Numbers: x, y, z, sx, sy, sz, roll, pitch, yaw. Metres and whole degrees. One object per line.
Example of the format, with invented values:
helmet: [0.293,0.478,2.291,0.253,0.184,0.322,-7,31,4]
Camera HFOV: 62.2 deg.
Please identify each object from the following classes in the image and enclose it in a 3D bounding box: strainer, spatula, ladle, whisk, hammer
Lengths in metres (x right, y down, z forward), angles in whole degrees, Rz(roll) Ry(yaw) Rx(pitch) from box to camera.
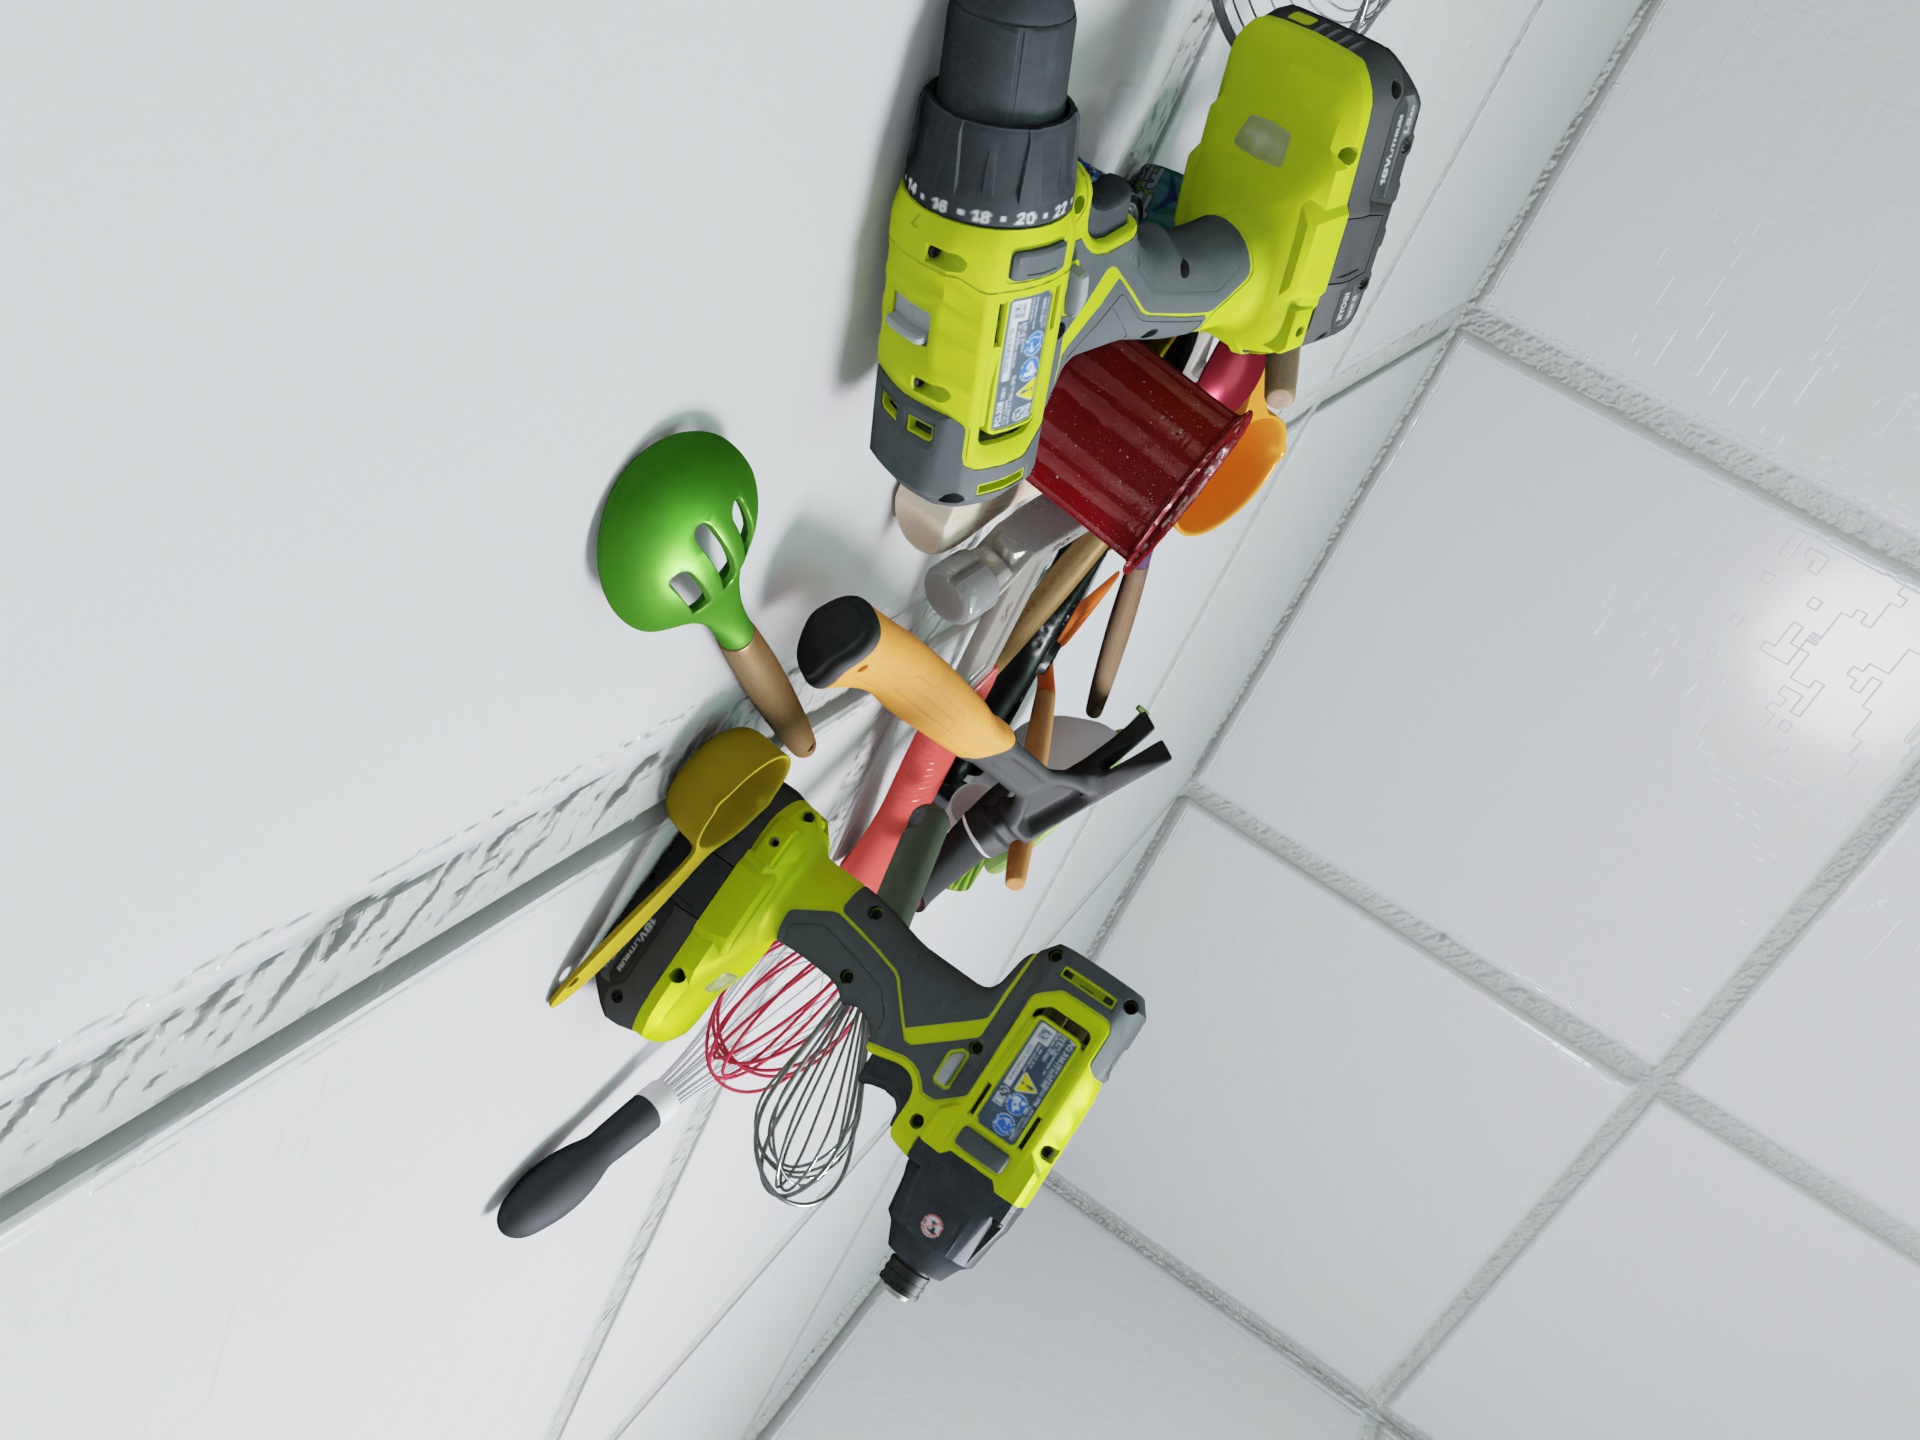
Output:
strainer: [0.028,0.063,1.230,0.151,0.069,0.256,-46,-176,-42]
spatula: [0.065,0.003,1.113,0.081,0.041,0.323,-53,-165,39]
ladle: [0.079,-0.107,0.892,0.069,0.031,0.315,-42,174,-48]
whisk: [-0.148,0.198,0.897,0.284,0.070,0.070,-36,156,-47]
whisk: [-0.042,0.113,0.932,0.296,0.073,0.073,-39,159,-39]
hammer: [0.070,-0.160,0.899,0.146,0.038,0.410,-64,166,23]
whisk: [-0.051,0.141,0.841,0.058,0.059,0.246,-25,-148,44]
hammer: [0.011,0.001,0.800,0.127,0.034,0.336,-30,158,10]
hammer: [-0.001,-0.003,0.905,0.149,0.037,0.358,-34,162,-34]
spatula: [0.119,-0.095,1.095,0.060,0.018,0.315,-40,159,-28]

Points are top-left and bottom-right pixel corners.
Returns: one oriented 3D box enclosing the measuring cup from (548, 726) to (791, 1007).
measuring cup: [-0.137,0.064,0.702,0.156,0.029,0.062,-47,168,7]

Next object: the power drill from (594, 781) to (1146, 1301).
power drill: [-0.050,0.142,0.740,0.171,0.223,0.080,-56,167,-8]

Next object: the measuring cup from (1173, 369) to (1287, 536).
measuring cup: [0.149,-0.186,0.909,0.095,0.052,0.173,-27,149,-29]

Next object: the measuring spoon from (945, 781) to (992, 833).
measuring spoon: [-0.027,0.083,1.060,0.124,0.034,0.018,-32,148,-1]

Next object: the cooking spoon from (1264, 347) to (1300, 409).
cooking spoon: [0.174,-0.262,0.829,0.068,0.017,0.319,112,-6,-48]

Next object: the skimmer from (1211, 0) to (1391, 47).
skimmer: [0.132,-0.306,0.795,0.127,0.090,0.363,-51,177,-15]

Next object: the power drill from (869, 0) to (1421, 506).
power drill: [0.068,-0.197,0.602,0.228,0.080,0.190,-26,143,-33]

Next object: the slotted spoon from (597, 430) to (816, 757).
slotted spoon: [-0.085,-0.029,0.648,0.070,0.031,0.313,-54,169,-11]
